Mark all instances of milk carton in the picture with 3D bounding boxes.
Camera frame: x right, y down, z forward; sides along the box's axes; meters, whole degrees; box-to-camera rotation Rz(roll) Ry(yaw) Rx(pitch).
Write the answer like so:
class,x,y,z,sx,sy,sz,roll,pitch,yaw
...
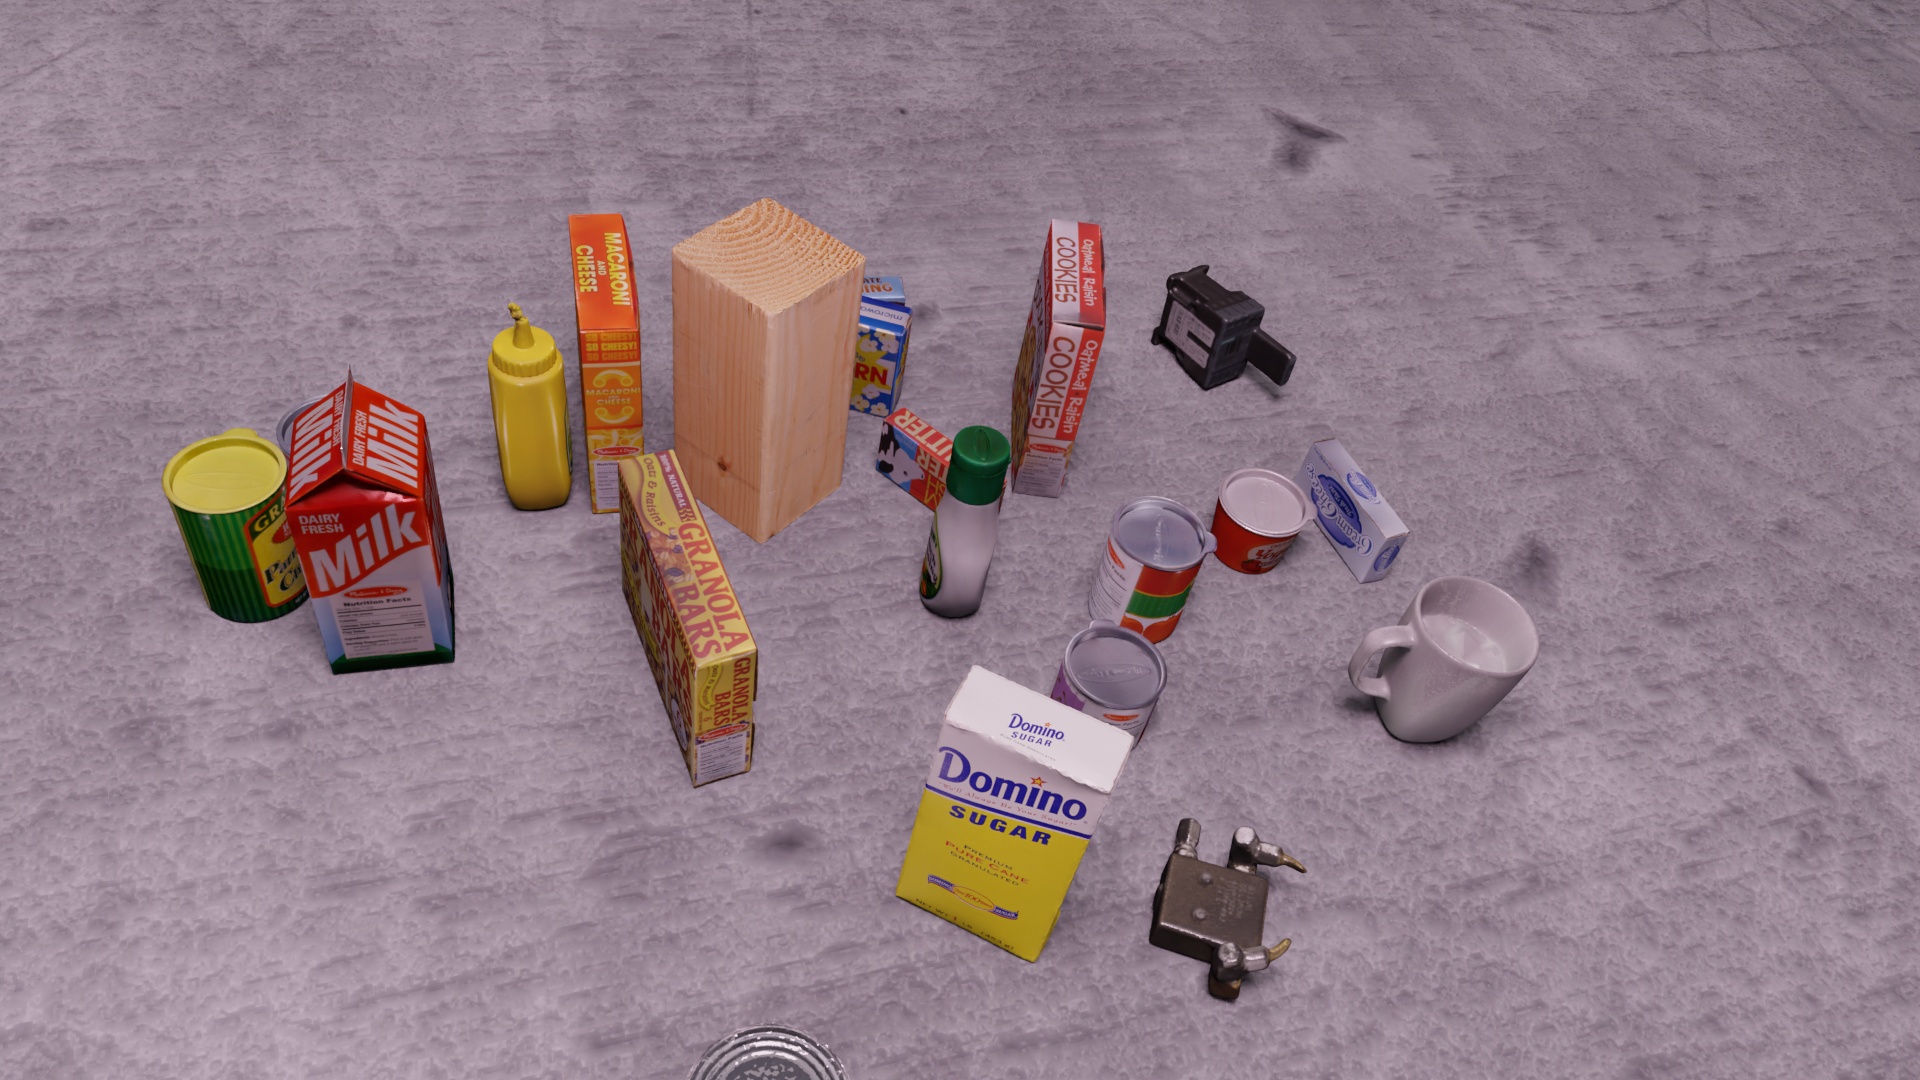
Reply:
class,x,y,z,sx,sy,sz,roll,pitch,yaw
milk carton,-0.344,-0.010,0.813,0.073,0.189,0.072,-5,49,-16

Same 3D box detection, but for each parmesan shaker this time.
class,x,y,z,sx,sy,sz,roll,pitch,yaw
parmesan shaker,-0.438,-0.008,0.852,0.071,0.102,0.072,6,47,-6

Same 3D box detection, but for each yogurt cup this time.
class,x,y,z,sx,sy,sz,roll,pitch,yaw
yogurt cup,0.217,-0.012,1.023,0.072,0.053,0.073,6,47,-6

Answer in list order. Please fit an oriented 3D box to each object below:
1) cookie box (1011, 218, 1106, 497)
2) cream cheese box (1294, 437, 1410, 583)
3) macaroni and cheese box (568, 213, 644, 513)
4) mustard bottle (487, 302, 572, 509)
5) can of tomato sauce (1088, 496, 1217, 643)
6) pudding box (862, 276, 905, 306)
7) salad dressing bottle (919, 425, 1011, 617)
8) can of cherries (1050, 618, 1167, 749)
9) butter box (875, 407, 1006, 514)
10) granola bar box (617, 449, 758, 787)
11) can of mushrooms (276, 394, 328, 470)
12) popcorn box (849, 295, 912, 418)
class,x,y,z,sx,sy,sz,roll,pitch,yaw
cookie box,0.071,-0.133,1.027,0.040,0.166,0.123,7,47,-5
cream cheese box,0.293,-0.023,1.048,0.024,0.053,0.104,-12,51,-21
macaroni and cheese box,-0.241,-0.120,0.953,0.040,0.165,0.124,-5,49,-15
mustard bottle,-0.285,-0.092,0.922,0.049,0.159,0.065,-6,49,-17
can of tomato sauce,0.130,0.022,0.953,0.071,0.082,0.071,6,47,-6
pudding box,-0.088,-0.188,1.126,0.084,0.049,0.030,-2,48,-13
salad dressing bottle,0.003,-0.011,0.914,0.044,0.146,0.064,3,47,-9
can of cherries,0.094,0.096,0.895,0.071,0.058,0.072,6,47,-6
butter box,-0.014,-0.048,1.009,0.103,0.052,0.024,36,51,21
granola bar box,-0.167,0.046,0.843,0.039,0.123,0.166,-13,52,-22
can of mushrooms,-0.429,-0.067,0.956,0.071,0.033,0.071,6,47,-6
popcorn box,-0.105,-0.150,1.063,0.127,0.084,0.038,14,47,2
